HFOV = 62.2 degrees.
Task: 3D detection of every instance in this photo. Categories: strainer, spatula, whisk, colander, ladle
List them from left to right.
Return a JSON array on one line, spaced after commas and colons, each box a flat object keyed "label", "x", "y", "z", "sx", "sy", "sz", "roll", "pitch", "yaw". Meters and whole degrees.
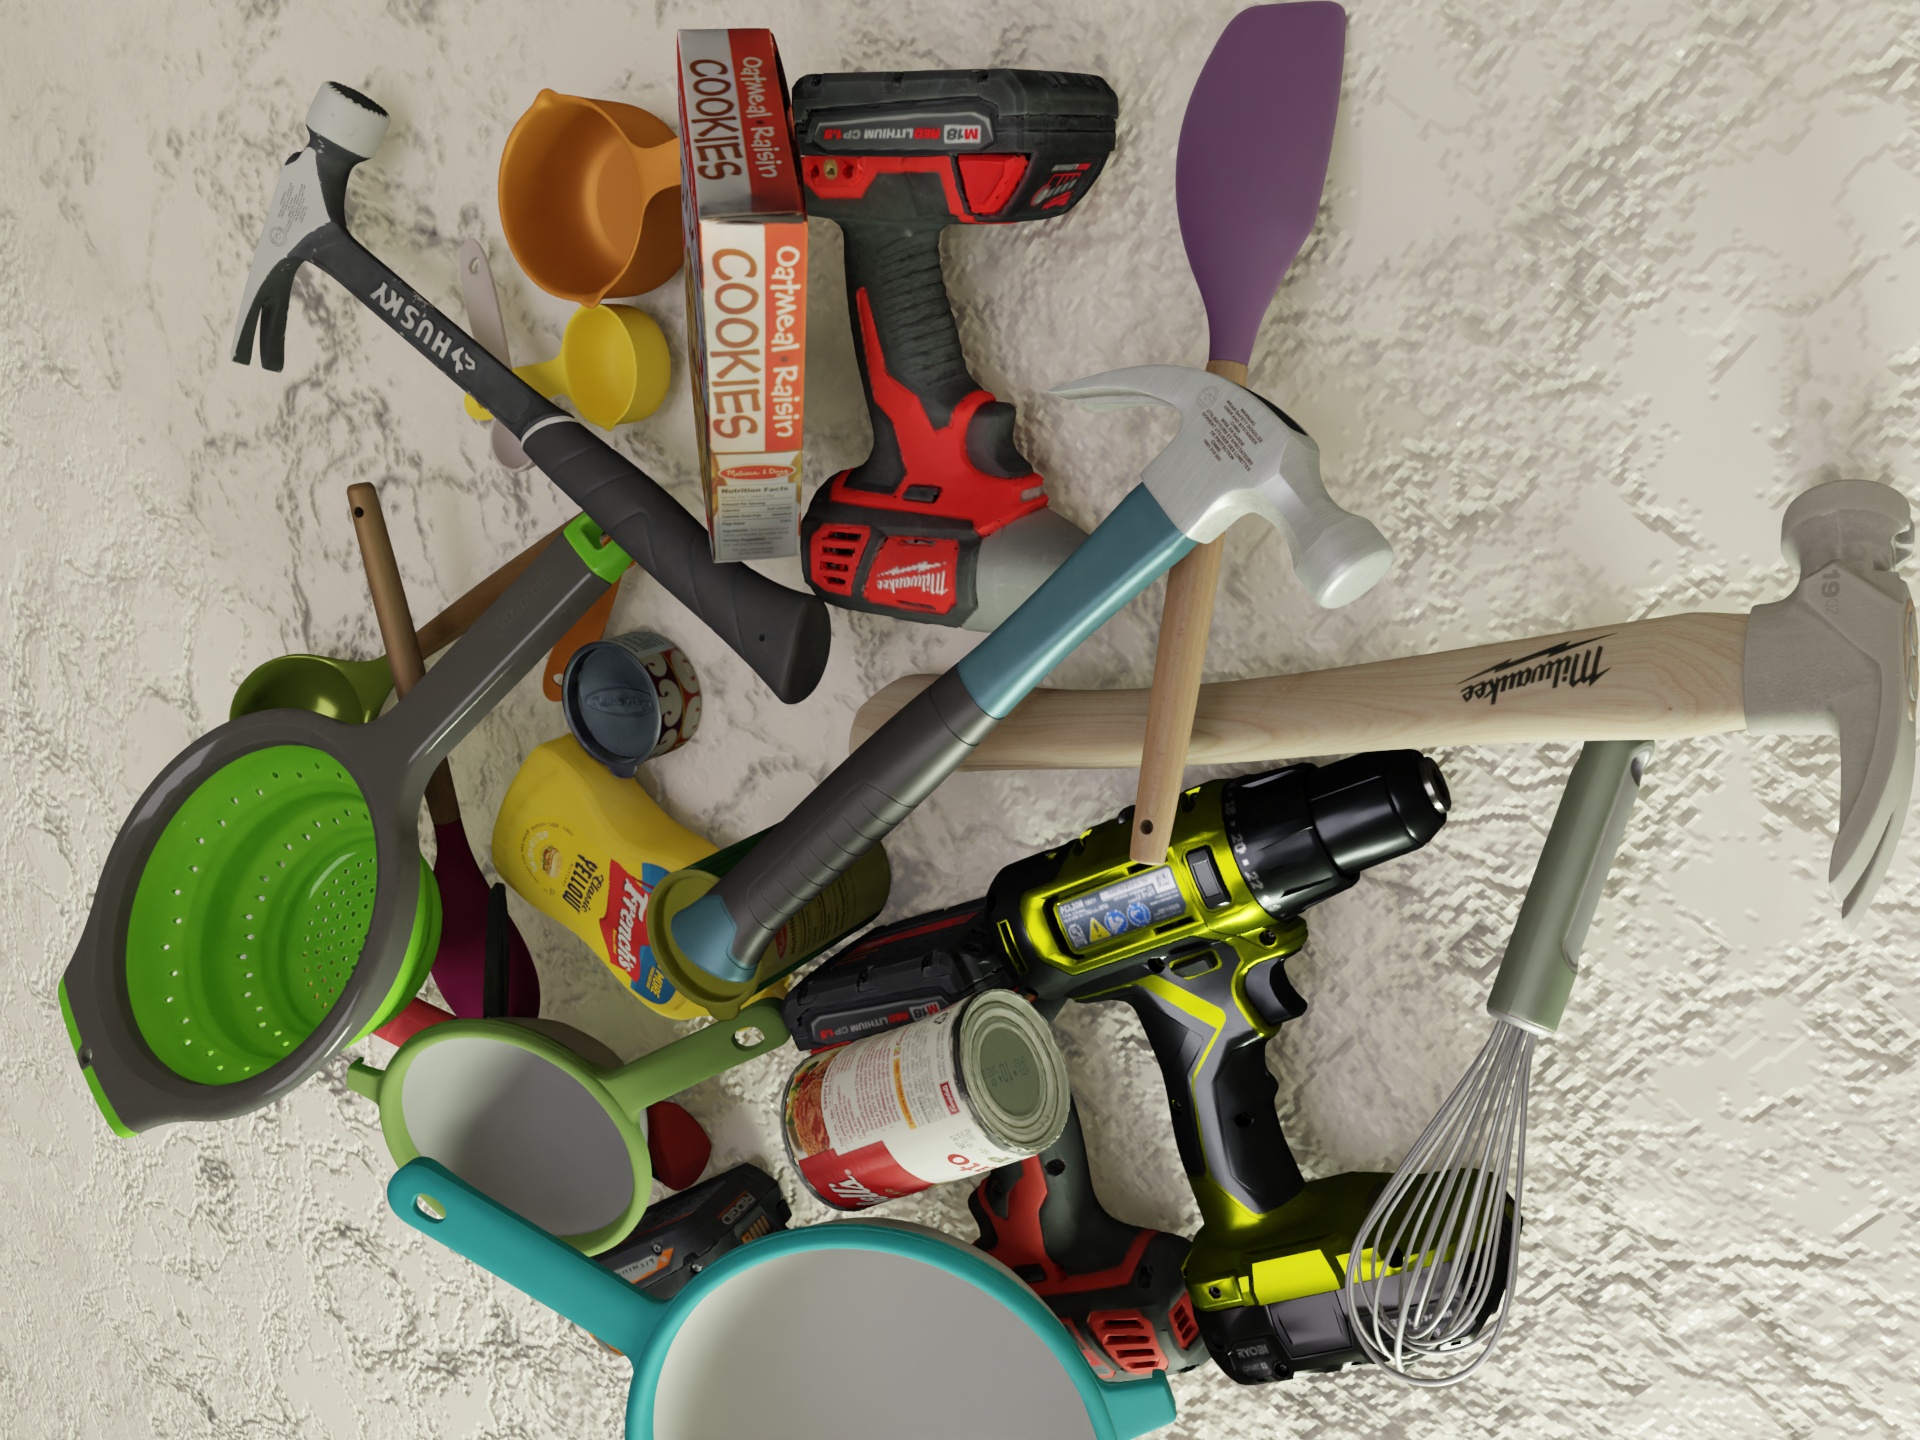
[{"label": "colander", "x": -0.279, "y": 0.046, "z": 0.806, "sx": 0.397, "sy": 0.094, "sz": 0.205, "roll": -44, "pitch": 61, "yaw": 6}, {"label": "ladle", "x": -0.288, "y": -0.048, "z": 0.860, "sx": 0.320, "sy": 0.062, "sz": 0.078, "roll": -27, "pitch": 89, "yaw": 32}, {"label": "strainer", "x": -0.178, "y": 0.181, "z": 0.811, "sx": 0.256, "sy": 0.069, "sz": 0.151, "roll": -28, "pitch": 105, "yaw": 24}, {"label": "strainer", "x": -0.086, "y": 0.270, "z": 0.697, "sx": 0.340, "sy": 0.095, "sz": 0.211, "roll": 28, "pitch": 103, "yaw": 7}, {"label": "spatula", "x": 0.091, "y": -0.104, "z": 0.579, "sx": 0.060, "sy": 0.018, "sz": 0.316, "roll": 9, "pitch": 90, "yaw": 30}, {"label": "whisk", "x": 0.195, "y": 0.114, "z": 0.561, "sx": 0.059, "sy": 0.057, "sz": 0.246, "roll": 18, "pitch": 86, "yaw": 42}]

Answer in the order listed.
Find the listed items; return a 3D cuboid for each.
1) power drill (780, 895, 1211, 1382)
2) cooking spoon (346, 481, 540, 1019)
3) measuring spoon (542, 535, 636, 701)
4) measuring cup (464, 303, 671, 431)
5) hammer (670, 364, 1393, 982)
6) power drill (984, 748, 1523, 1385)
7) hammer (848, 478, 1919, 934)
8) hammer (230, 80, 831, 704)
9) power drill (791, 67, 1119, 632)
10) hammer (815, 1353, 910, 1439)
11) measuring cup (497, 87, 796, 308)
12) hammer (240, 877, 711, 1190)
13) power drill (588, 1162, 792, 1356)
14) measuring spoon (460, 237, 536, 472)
[{"label": "power drill", "x": 0.002, "y": 0.209, "z": 0.745, "sx": 0.188, "sy": 0.080, "sz": 0.226, "roll": -20, "pitch": 96, "yaw": 35}, {"label": "cooking spoon", "x": -0.283, "y": 0.030, "z": 0.858, "sx": 0.069, "sy": 0.017, "sz": 0.318, "roll": -4, "pitch": 107, "yaw": 18}, {"label": "measuring spoon", "x": -0.192, "y": -0.053, "z": 0.825, "sx": 0.021, "sy": 0.011, "sz": 0.117, "roll": 27, "pitch": 124, "yaw": -11}, {"label": "measuring cup", "x": -0.197, "y": -0.169, "z": 0.791, "sx": 0.156, "sy": 0.029, "sz": 0.062, "roll": -1, "pitch": 102, "yaw": 44}, {"label": "hammer", "x": -0.001, "y": -0.002, "z": 0.603, "sx": 0.331, "sy": 0.033, "sz": 0.128, "roll": -43, "pitch": 64, "yaw": 25}, {"label": "power drill", "x": 0.133, "y": 0.131, "z": 0.637, "sx": 0.190, "sy": 0.080, "sz": 0.228, "roll": -24, "pitch": 89, "yaw": 27}, {"label": "hammer", "x": 0.118, "y": 0.006, "z": 0.593, "sx": 0.411, "sy": 0.146, "sz": 0.038, "roll": -5, "pitch": 143, "yaw": 37}, {"label": "hammer", "x": -0.208, "y": -0.141, "z": 0.746, "sx": 0.409, "sy": 0.036, "sz": 0.149, "roll": 41, "pitch": 108, "yaw": 22}, {"label": "power drill", "x": 0.002, "y": -0.143, "z": 0.640, "sx": 0.143, "sy": 0.078, "sz": 0.219, "roll": 12, "pitch": 113, "yaw": 29}, {"label": "hammer", "x": 0.058, "y": 0.427, "z": 0.760, "sx": 0.405, "sy": 0.035, "sz": 0.144, "roll": 42, "pitch": 123, "yaw": 4}, {"label": "measuring cup", "x": -0.126, "y": -0.241, "z": 0.704, "sx": 0.174, "sy": 0.052, "sz": 0.095, "roll": -6, "pitch": 101, "yaw": 31}, {"label": "hammer", "x": -0.312, "y": 0.206, "z": 0.960, "sx": 0.386, "sy": 0.038, "sz": 0.143, "roll": 18, "pitch": 114, "yaw": 27}, {"label": "power drill", "x": -0.093, "y": 0.357, "z": 0.845, "sx": 0.164, "sy": 0.084, "sz": 0.226, "roll": -31, "pitch": 90, "yaw": 32}, {"label": "measuring spoon", "x": -0.225, "y": -0.181, "z": 0.786, "sx": 0.034, "sy": 0.018, "sz": 0.124, "roll": -21, "pitch": 80, "yaw": 31}]
